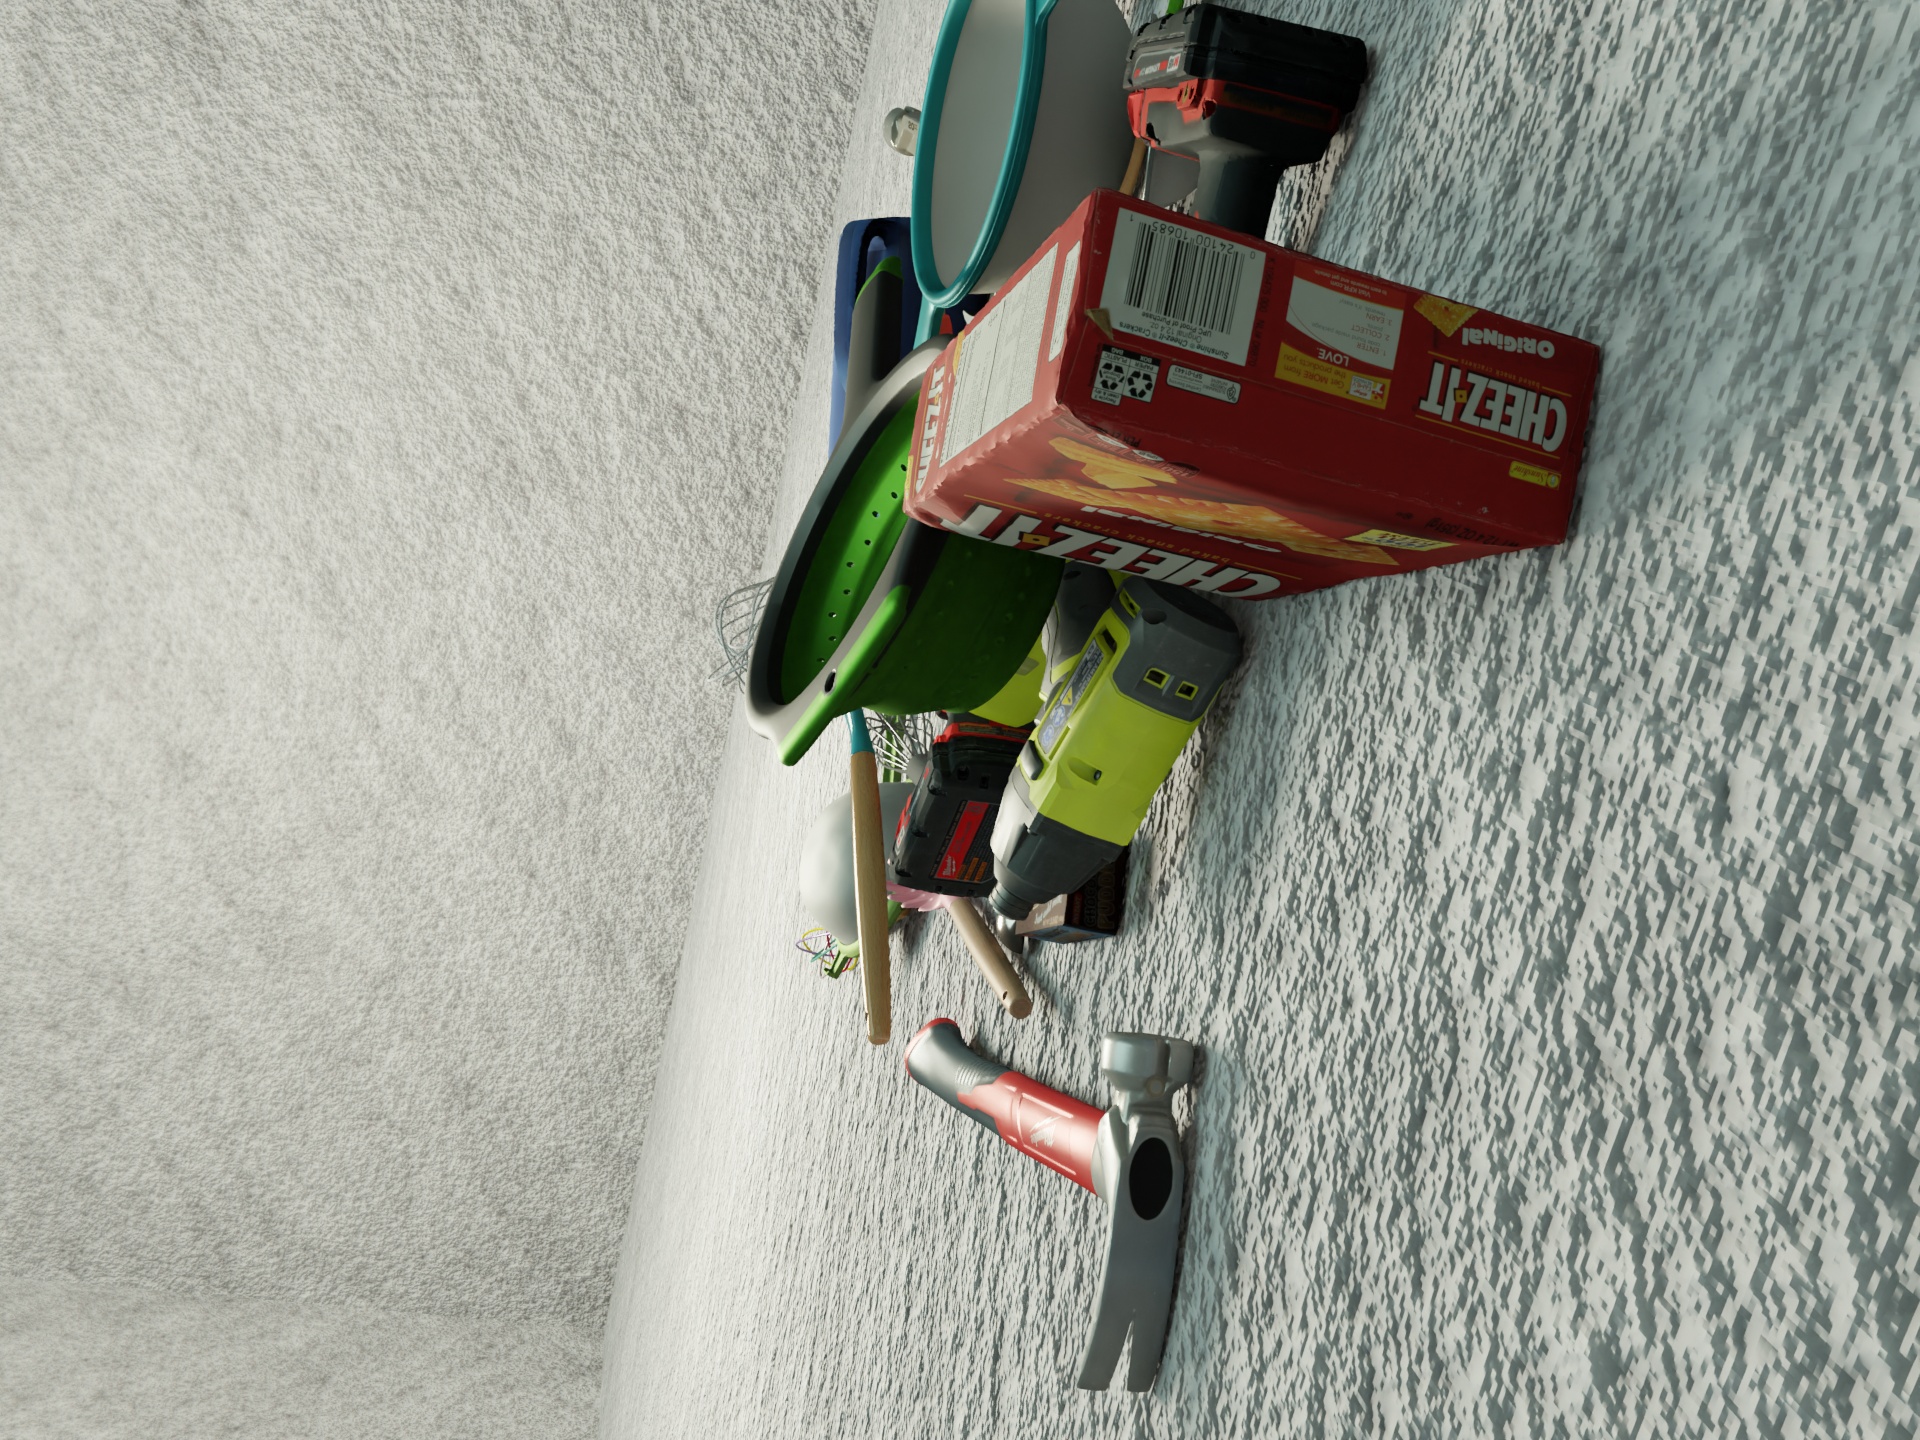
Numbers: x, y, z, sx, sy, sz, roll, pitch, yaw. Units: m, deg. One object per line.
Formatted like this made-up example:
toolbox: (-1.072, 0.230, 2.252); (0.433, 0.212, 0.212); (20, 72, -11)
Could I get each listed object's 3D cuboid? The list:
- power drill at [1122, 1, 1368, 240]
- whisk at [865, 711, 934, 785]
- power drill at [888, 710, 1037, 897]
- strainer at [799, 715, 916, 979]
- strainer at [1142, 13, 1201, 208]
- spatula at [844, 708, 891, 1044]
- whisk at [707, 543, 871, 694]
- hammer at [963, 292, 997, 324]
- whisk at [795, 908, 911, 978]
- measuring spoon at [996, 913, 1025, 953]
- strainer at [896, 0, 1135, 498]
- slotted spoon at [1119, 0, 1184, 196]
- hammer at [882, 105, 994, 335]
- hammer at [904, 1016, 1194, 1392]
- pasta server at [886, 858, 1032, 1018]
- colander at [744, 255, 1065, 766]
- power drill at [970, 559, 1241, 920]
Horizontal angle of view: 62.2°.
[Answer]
power drill: (0.102, -0.205, 0.754); (0.188, 0.080, 0.226); (-119, 38, -70)
whisk: (-0.026, 0.033, 1.162); (0.239, 0.055, 0.055); (-132, 54, -65)
power drill: (-0.002, -0.003, 0.994); (0.220, 0.078, 0.143); (-97, 21, -44)
strainer: (-0.080, 0.066, 1.264); (0.151, 0.069, 0.257); (-52, 23, 37)
strainer: (0.098, -0.248, 0.877); (0.087, 0.050, 0.258); (-75, -2, -56)
spatula: (-0.046, 0.044, 0.944); (0.082, 0.044, 0.318); (118, 153, -50)
whisk: (-0.068, -0.085, 0.942); (0.285, 0.070, 0.070); (-49, -19, -56)
hammer: (0.060, -0.450, 1.199); (0.146, 0.035, 0.335); (-164, 85, -76)
whisk: (-0.084, 0.177, 1.327); (0.047, 0.051, 0.245); (62, 154, 6)
measuring spoon: (0.027, 0.084, 0.877); (0.124, 0.018, 0.034); (86, -169, -46)
strainer: (0.030, -0.281, 0.932); (0.211, 0.095, 0.340); (-111, 30, -55)
slotted spoon: (0.106, -0.356, 0.953); (0.070, 0.031, 0.313); (-90, 14, -53)
hammer: (-0.014, -0.243, 1.140); (0.149, 0.036, 0.358); (-124, 28, -54)
hammer: (0.027, 0.216, 0.821); (0.386, 0.038, 0.143); (160, 118, -75)
pasta server: (-0.002, 0.123, 0.992); (0.316, 0.040, 0.060); (-136, 68, -76)
colander: (-0.015, -0.123, 0.810); (0.204, 0.094, 0.398); (-51, 25, 34)
power drill: (0.047, -0.018, 0.788); (0.171, 0.080, 0.223); (-61, 21, 20)
